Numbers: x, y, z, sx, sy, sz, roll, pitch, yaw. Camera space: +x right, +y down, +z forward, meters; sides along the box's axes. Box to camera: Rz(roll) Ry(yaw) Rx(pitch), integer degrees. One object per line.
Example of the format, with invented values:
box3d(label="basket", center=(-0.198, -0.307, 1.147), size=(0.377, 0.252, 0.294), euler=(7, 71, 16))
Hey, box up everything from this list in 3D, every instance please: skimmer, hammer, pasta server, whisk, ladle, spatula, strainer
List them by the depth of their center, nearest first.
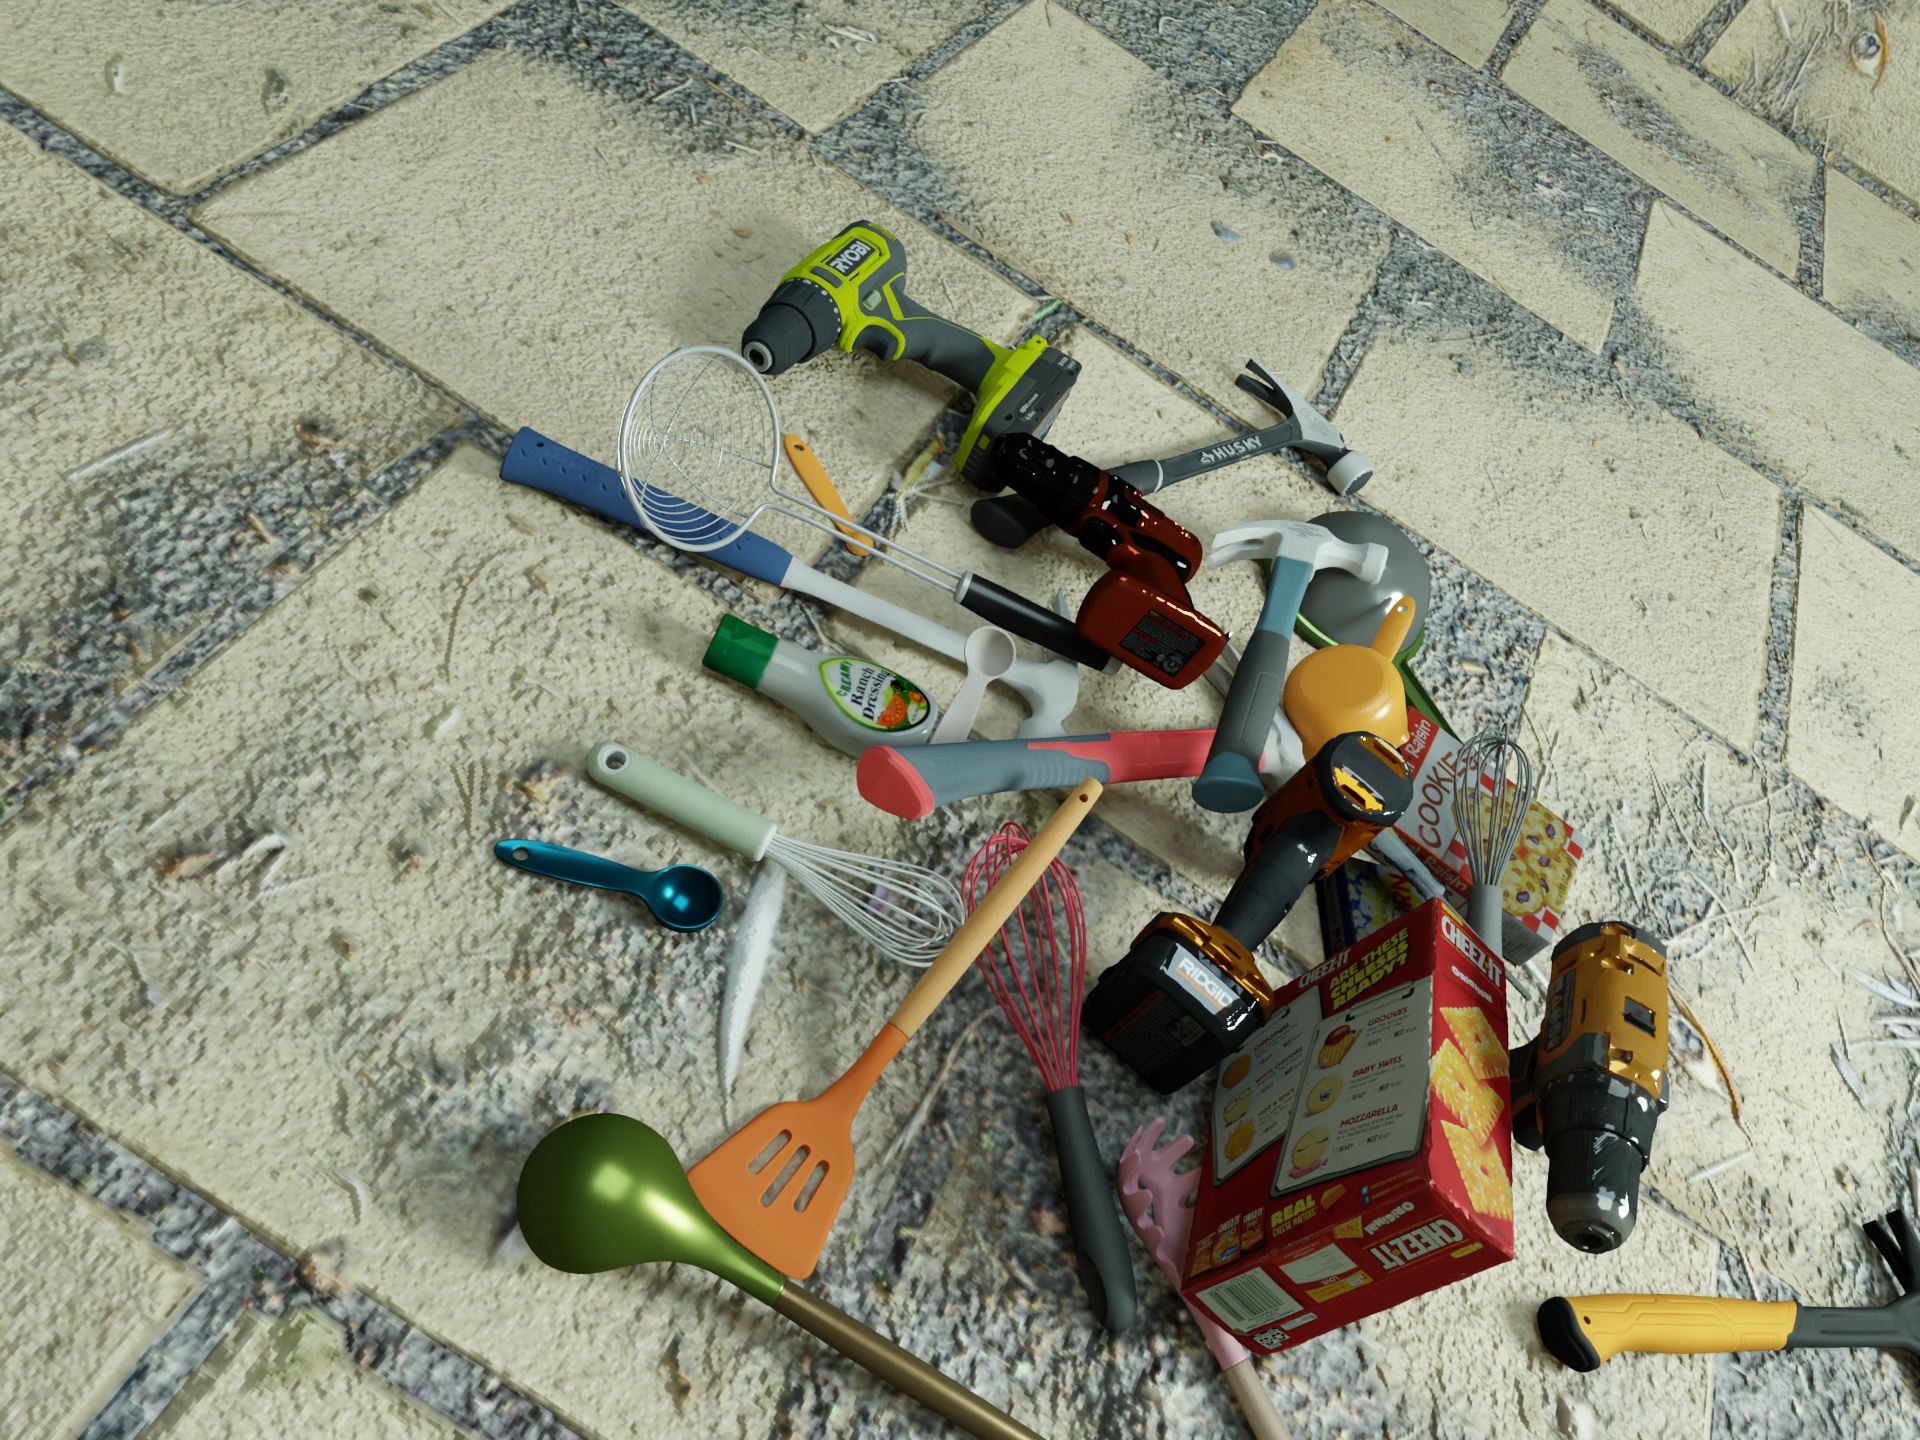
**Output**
box3d(label="ladle", center=(-0.072, 0.294, 0.776), size=(0.320, 0.062, 0.078), euler=(35, 54, -8))
box3d(label="pasta server", center=(0.164, 0.363, 0.838), size=(0.060, 0.040, 0.316), euler=(0, 54, -50))
box3d(label="spatula", center=(-0.018, 0.150, 0.868), size=(0.081, 0.041, 0.323), euler=(39, 70, 5))
box3d(label="whisk", center=(0.054, 0.193, 0.903), size=(0.073, 0.073, 0.296), euler=(2, 60, -27))
box3d(label="whisk", center=(-0.106, 0.074, 0.921), size=(0.246, 0.059, 0.058), euler=(27, 64, 0))
box3d(label="hammer", center=(0.503, 0.375, 1.008), size=(0.336, 0.034, 0.127), euler=(8, 52, -22))
box3d(label="skimmer", center=(-0.046, -0.115, 1.020), size=(0.363, 0.090, 0.127), euler=(25, 80, -11))
box3d(label="hammer", center=(0.086, 0.012, 1.027), size=(0.386, 0.038, 0.143), euler=(-2, 54, -42))
box3d(label="hammer", center=(-0.105, -0.099, 1.062), size=(0.405, 0.035, 0.144), euler=(23, 48, -9))
box3d(label="whisk", center=(0.360, 0.116, 1.084), size=(0.055, 0.055, 0.239), euler=(14, 73, -18))
box3d(label="hammer", center=(0.217, -0.047, 1.117), size=(0.128, 0.033, 0.331), euler=(16, 41, 10))
box3d(label="strainer", center=(0.345, -0.077, 1.256), size=(0.151, 0.069, 0.257), euler=(-8, 58, -32))
box3d(label="hammer", center=(0.167, -0.207, 1.290), size=(0.409, 0.036, 0.149), euler=(-21, 66, -37))

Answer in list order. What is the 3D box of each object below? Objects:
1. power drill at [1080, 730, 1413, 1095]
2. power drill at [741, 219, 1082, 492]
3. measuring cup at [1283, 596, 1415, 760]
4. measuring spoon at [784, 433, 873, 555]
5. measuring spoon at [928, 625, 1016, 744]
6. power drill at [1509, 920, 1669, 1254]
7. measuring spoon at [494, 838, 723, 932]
box3d(label="power drill", center=(0.173, 0.118, 0.973), size=(0.084, 0.164, 0.226), euler=(41, 60, 7))
box3d(label="power drill", center=(-0.040, -0.274, 1.208), size=(0.228, 0.080, 0.191), euler=(33, 46, 3))
box3d(label="measuring cup", center=(0.299, -0.045, 1.175), size=(0.095, 0.052, 0.174), euler=(16, 58, 30))
box3d(label="measuring spoon", center=(-0.094, -0.164, 1.135), size=(0.021, 0.011, 0.117), euler=(-17, 64, -36))
box3d(label="measuring spoon", center=(-0.002, -0.003, 1.021), size=(0.034, 0.018, 0.124), euler=(27, 81, -9))
box3d(label="power drill", center=(0.302, 0.234, 0.881), size=(0.084, 0.226, 0.185), euler=(30, 47, -4))
box3d(label="measuring spoon", center=(-0.196, 0.091, 0.883), size=(0.128, 0.021, 0.042), euler=(16, 48, -4))
